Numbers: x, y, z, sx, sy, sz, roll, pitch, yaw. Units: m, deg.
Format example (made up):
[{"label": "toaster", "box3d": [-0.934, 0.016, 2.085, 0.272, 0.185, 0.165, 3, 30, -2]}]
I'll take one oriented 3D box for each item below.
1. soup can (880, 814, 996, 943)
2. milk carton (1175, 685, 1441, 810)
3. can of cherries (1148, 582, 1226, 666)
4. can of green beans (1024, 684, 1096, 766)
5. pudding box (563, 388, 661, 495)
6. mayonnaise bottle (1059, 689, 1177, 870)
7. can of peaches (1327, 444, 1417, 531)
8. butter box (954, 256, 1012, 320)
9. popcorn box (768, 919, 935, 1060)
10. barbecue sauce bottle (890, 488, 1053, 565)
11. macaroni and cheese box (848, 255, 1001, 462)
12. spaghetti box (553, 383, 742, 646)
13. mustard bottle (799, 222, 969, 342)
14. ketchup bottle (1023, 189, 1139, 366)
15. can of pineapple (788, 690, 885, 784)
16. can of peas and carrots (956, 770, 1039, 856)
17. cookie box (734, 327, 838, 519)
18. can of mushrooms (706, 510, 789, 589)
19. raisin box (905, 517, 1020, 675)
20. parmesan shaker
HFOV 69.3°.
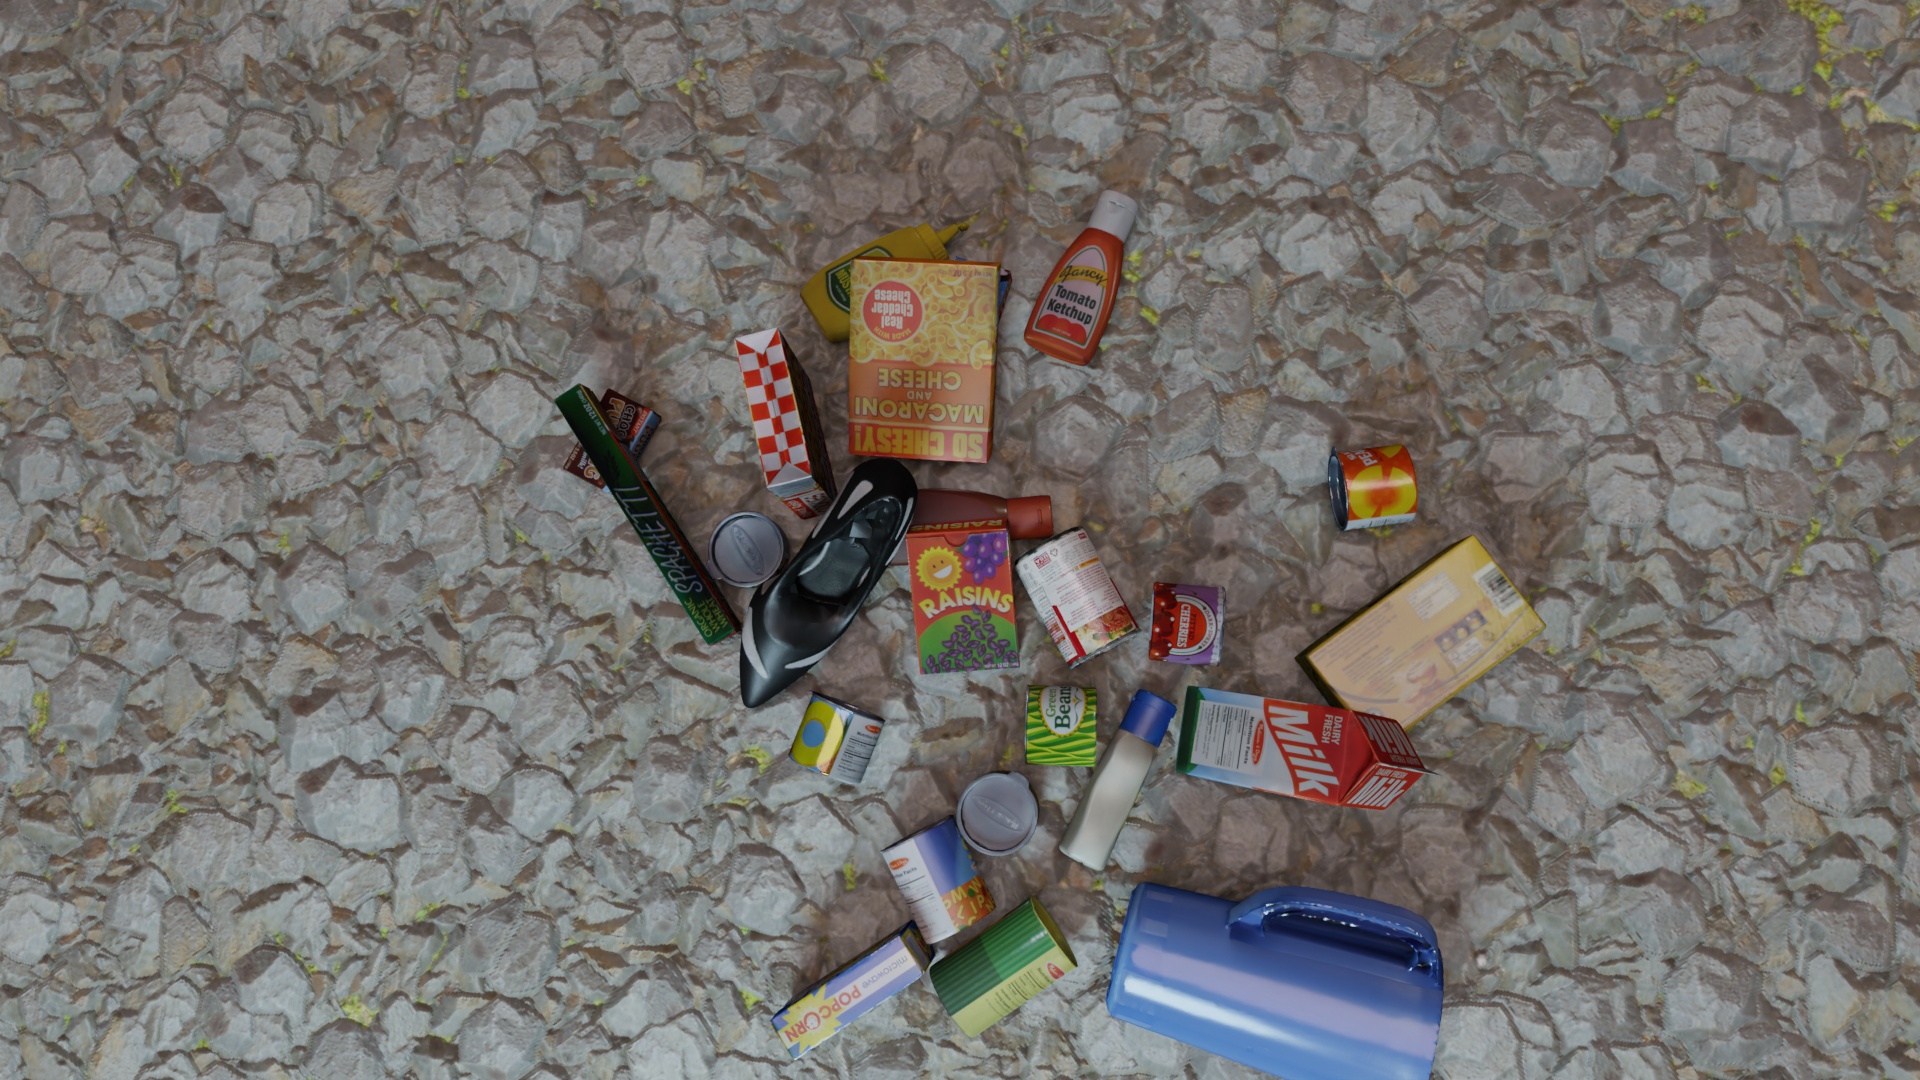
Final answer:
[{"label": "soup can", "box3d": [-0.016, 0.277, 1.140, 0.071, 0.071, 0.084, -27, 82, 2]}, {"label": "milk carton", "box3d": [0.267, 0.162, 1.074, 0.190, 0.072, 0.073, 4, 82, 46]}, {"label": "can of cherries", "box3d": [0.186, 0.069, 1.144, 0.058, 0.071, 0.071, 5, 84, 6]}, {"label": "can of green beans", "box3d": [0.083, 0.153, 1.145, 0.058, 0.071, 0.071, 1, 83, 5]}, {"label": "pudding box", "box3d": [-0.308, -0.086, 1.230, 0.050, 0.030, 0.084, 28, 86, 7]}, {"label": "mayonnaise bottle", "box3d": [0.130, 0.196, 1.139, 0.041, 0.064, 0.148, 27, 82, 4]}, {"label": "can of peaches", "box3d": [0.339, -0.046, 1.147, 0.058, 0.071, 0.071, -7, 82, 4]}, {"label": "butter box", "box3d": [0.006, -0.192, 1.218, 0.053, 0.024, 0.103, 15, 84, 7]}, {"label": "popcorn box", "box3d": [-0.085, 0.361, 1.124, 0.127, 0.085, 0.038, -33, 82, 0]}, {"label": "barbecue sauce bottle", "box3d": [0.004, -0.015, 1.186, 0.148, 0.043, 0.065, -5, 89, 4]}, {"label": "macaroni and cheese box", "box3d": [-0.031, -0.154, 1.178, 0.124, 0.040, 0.165, 4, 107, 7]}, {"label": "spaghetti box", "box3d": [-0.265, -0.020, 1.186, 0.029, 0.050, 0.250, -32, 91, -3]}, {"label": "mustard bottle", "box3d": [-0.062, -0.237, 1.217, 0.160, 0.049, 0.065, -34, 86, 1]}, {"label": "ketchup bottle", "box3d": [0.110, -0.229, 1.204, 0.065, 0.043, 0.149, 23, 85, 8]}, {"label": "can of pineapple", "box3d": [-0.105, 0.165, 1.162, 0.071, 0.071, 0.058, 21, 86, 7]}, {"label": "can of peas and carrots", "box3d": [0.033, 0.221, 1.145, 0.071, 0.058, 0.071, -1, 82, 5]}, {"label": "cookie box", "box3d": [-0.141, -0.091, 1.147, 0.040, 0.167, 0.123, -14, 82, 1]}, {"label": "can of mushrooms", "box3d": [-0.185, 0.010, 1.205, 0.071, 0.033, 0.071, -1, 83, 5]}, {"label": "raisin box", "box3d": [0.002, 0.046, 1.158, 0.086, 0.040, 0.123, -4, 105, 4]}, {"label": "parmesan shaker", "box3d": [0.033, 0.343, 1.123, 0.103, 0.071, 0.071, -34, 81, 1]}]
